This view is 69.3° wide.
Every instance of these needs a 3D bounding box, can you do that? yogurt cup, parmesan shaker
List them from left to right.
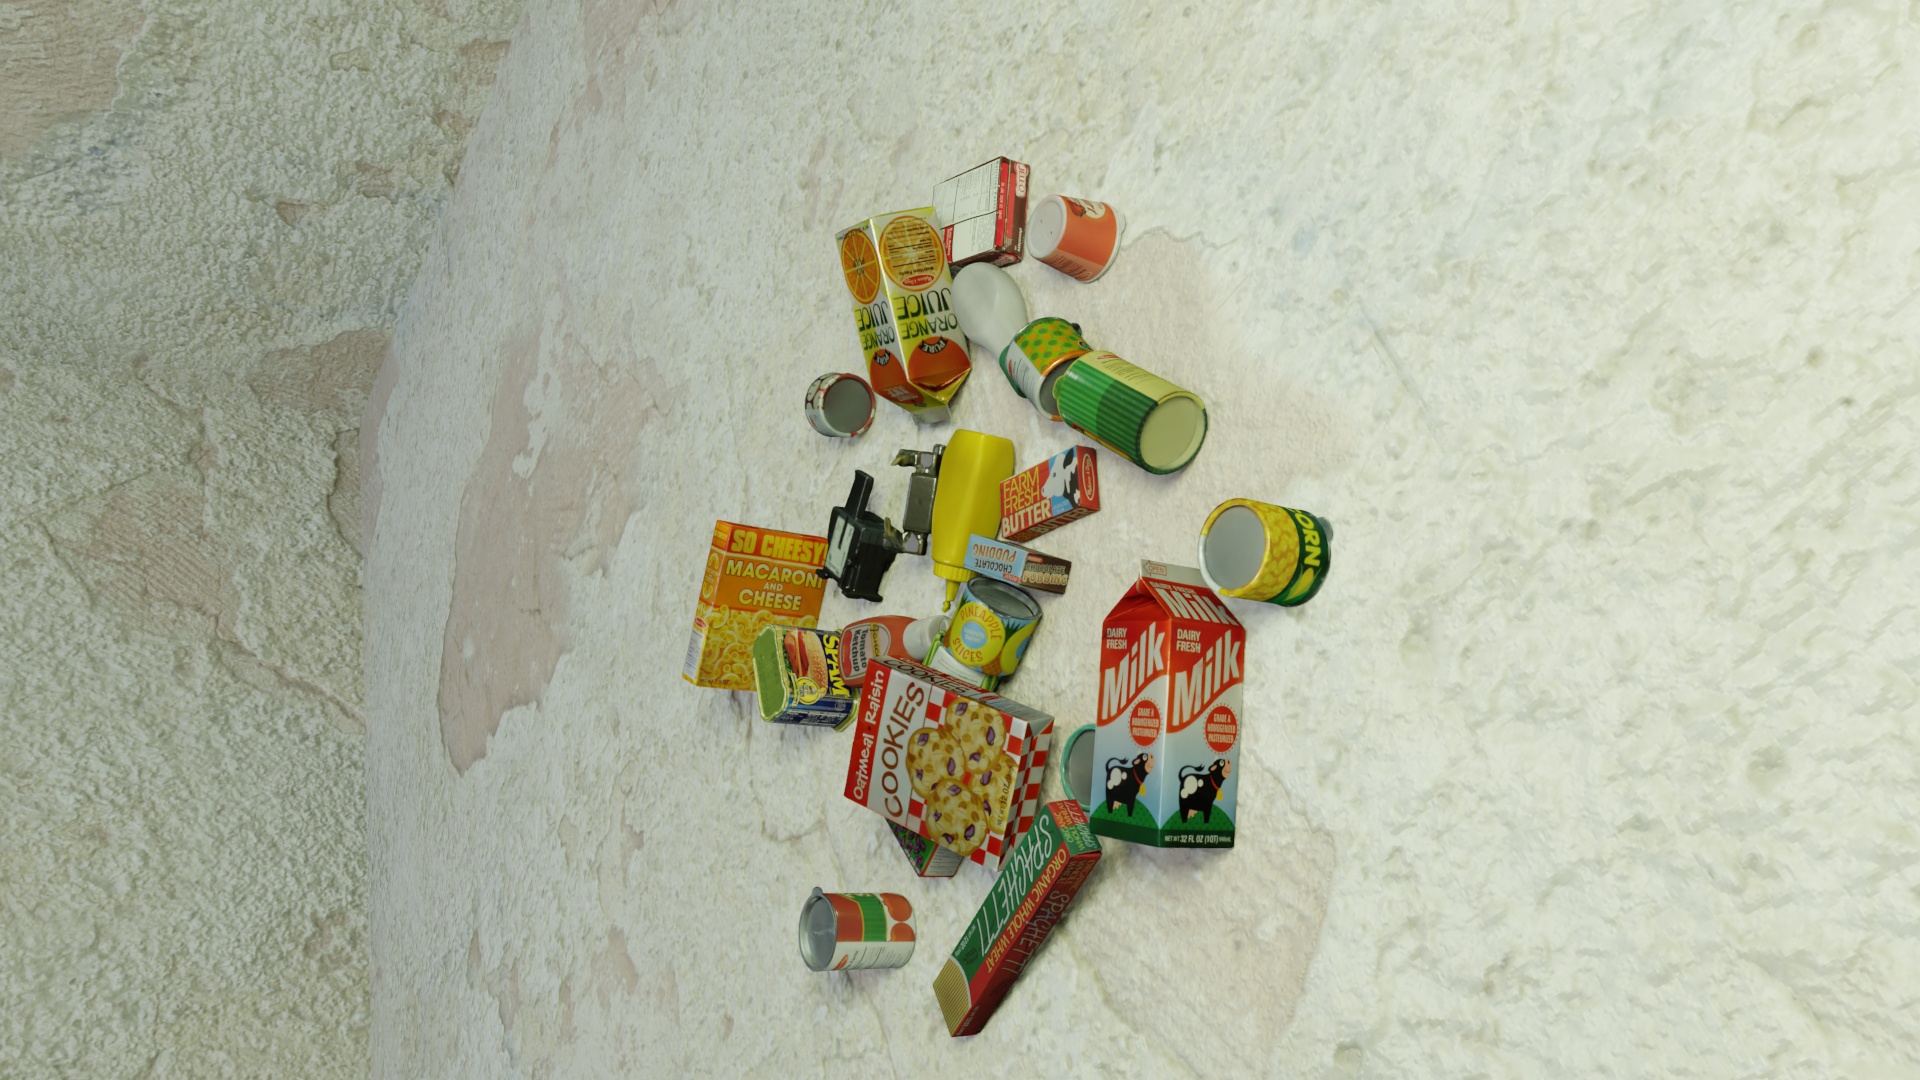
[{"bbox_3d":[0.091,-0.251,1.143,0.072,0.054,0.072,-19,66,53],"label":"yogurt cup"},{"bbox_3d":[0.125,-0.096,1.037,0.103,0.071,0.071,39,114,52],"label":"parmesan shaker"}]

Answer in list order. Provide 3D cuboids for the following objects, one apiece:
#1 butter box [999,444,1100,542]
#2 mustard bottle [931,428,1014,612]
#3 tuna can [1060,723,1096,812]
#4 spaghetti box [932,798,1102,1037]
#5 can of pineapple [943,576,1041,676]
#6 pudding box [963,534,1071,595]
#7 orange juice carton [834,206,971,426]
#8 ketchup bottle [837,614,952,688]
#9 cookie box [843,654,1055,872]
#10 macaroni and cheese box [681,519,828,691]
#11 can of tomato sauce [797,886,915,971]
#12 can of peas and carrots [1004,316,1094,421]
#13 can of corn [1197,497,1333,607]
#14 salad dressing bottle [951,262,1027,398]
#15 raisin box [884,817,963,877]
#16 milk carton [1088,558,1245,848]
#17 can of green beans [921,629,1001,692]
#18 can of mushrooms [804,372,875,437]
[{"bbox_3d":[0.072,-0.037,1.140,0.103,0.024,0.053,-25,61,50],"label":"butter box"},{"bbox_3d":[0.004,-0.015,1.210,0.065,0.049,0.160,18,97,57],"label":"mustard bottle"},{"bbox_3d":[0.105,0.169,1.032,0.071,0.033,0.071,-18,67,52],"label":"tuna can"},{"bbox_3d":[0.039,0.294,1.068,0.248,0.029,0.050,-64,37,35],"label":"spaghetti box"},{"bbox_3d":[0.025,0.071,1.140,0.071,0.071,0.057,47,121,49],"label":"can of pineapple"},{"bbox_3d":[0.046,0.019,1.141,0.084,0.050,0.030,18,96,55],"label":"pudding box"},{"bbox_3d":[-0.048,-0.202,1.279,0.071,0.073,0.192,-2,103,58],"label":"orange juice carton"},{"bbox_3d":[-0.058,0.097,1.276,0.148,0.043,0.065,-19,66,51],"label":"ketchup bottle"},{"bbox_3d":[-0.014,0.174,1.110,0.167,0.040,0.122,18,101,37],"label":"cookie box"},{"bbox_3d":[-0.207,0.070,1.426,0.040,0.124,0.166,18,96,54],"label":"macaroni and cheese box"},{"bbox_3d":[-0.091,0.342,1.224,0.071,0.083,0.071,-19,66,52],"label":"can of tomato sauce"},{"bbox_3d":[0.080,-0.139,1.122,0.070,0.071,0.059,-61,39,26],"label":"can of peas and carrots"},{"bbox_3d":[0.200,0.006,0.914,0.071,0.058,0.071,-18,67,52],"label":"can of corn"},{"bbox_3d":[0.037,-0.183,1.212,0.064,0.044,0.148,-53,43,30],"label":"salad dressing bottle"},{"bbox_3d":[-0.014,0.213,1.186,0.086,0.040,0.123,51,124,49],"label":"raisin box"},{"bbox_3d":[0.143,0.111,0.957,0.073,0.072,0.190,-6,77,55],"label":"milk carton"},{"bbox_3d":[-0.003,0.116,1.171,0.071,0.071,0.057,49,121,49],"label":"can of green beans"},{"bbox_3d":[-0.120,-0.139,1.408,0.033,0.071,0.071,11,91,56],"label":"can of mushrooms"}]
